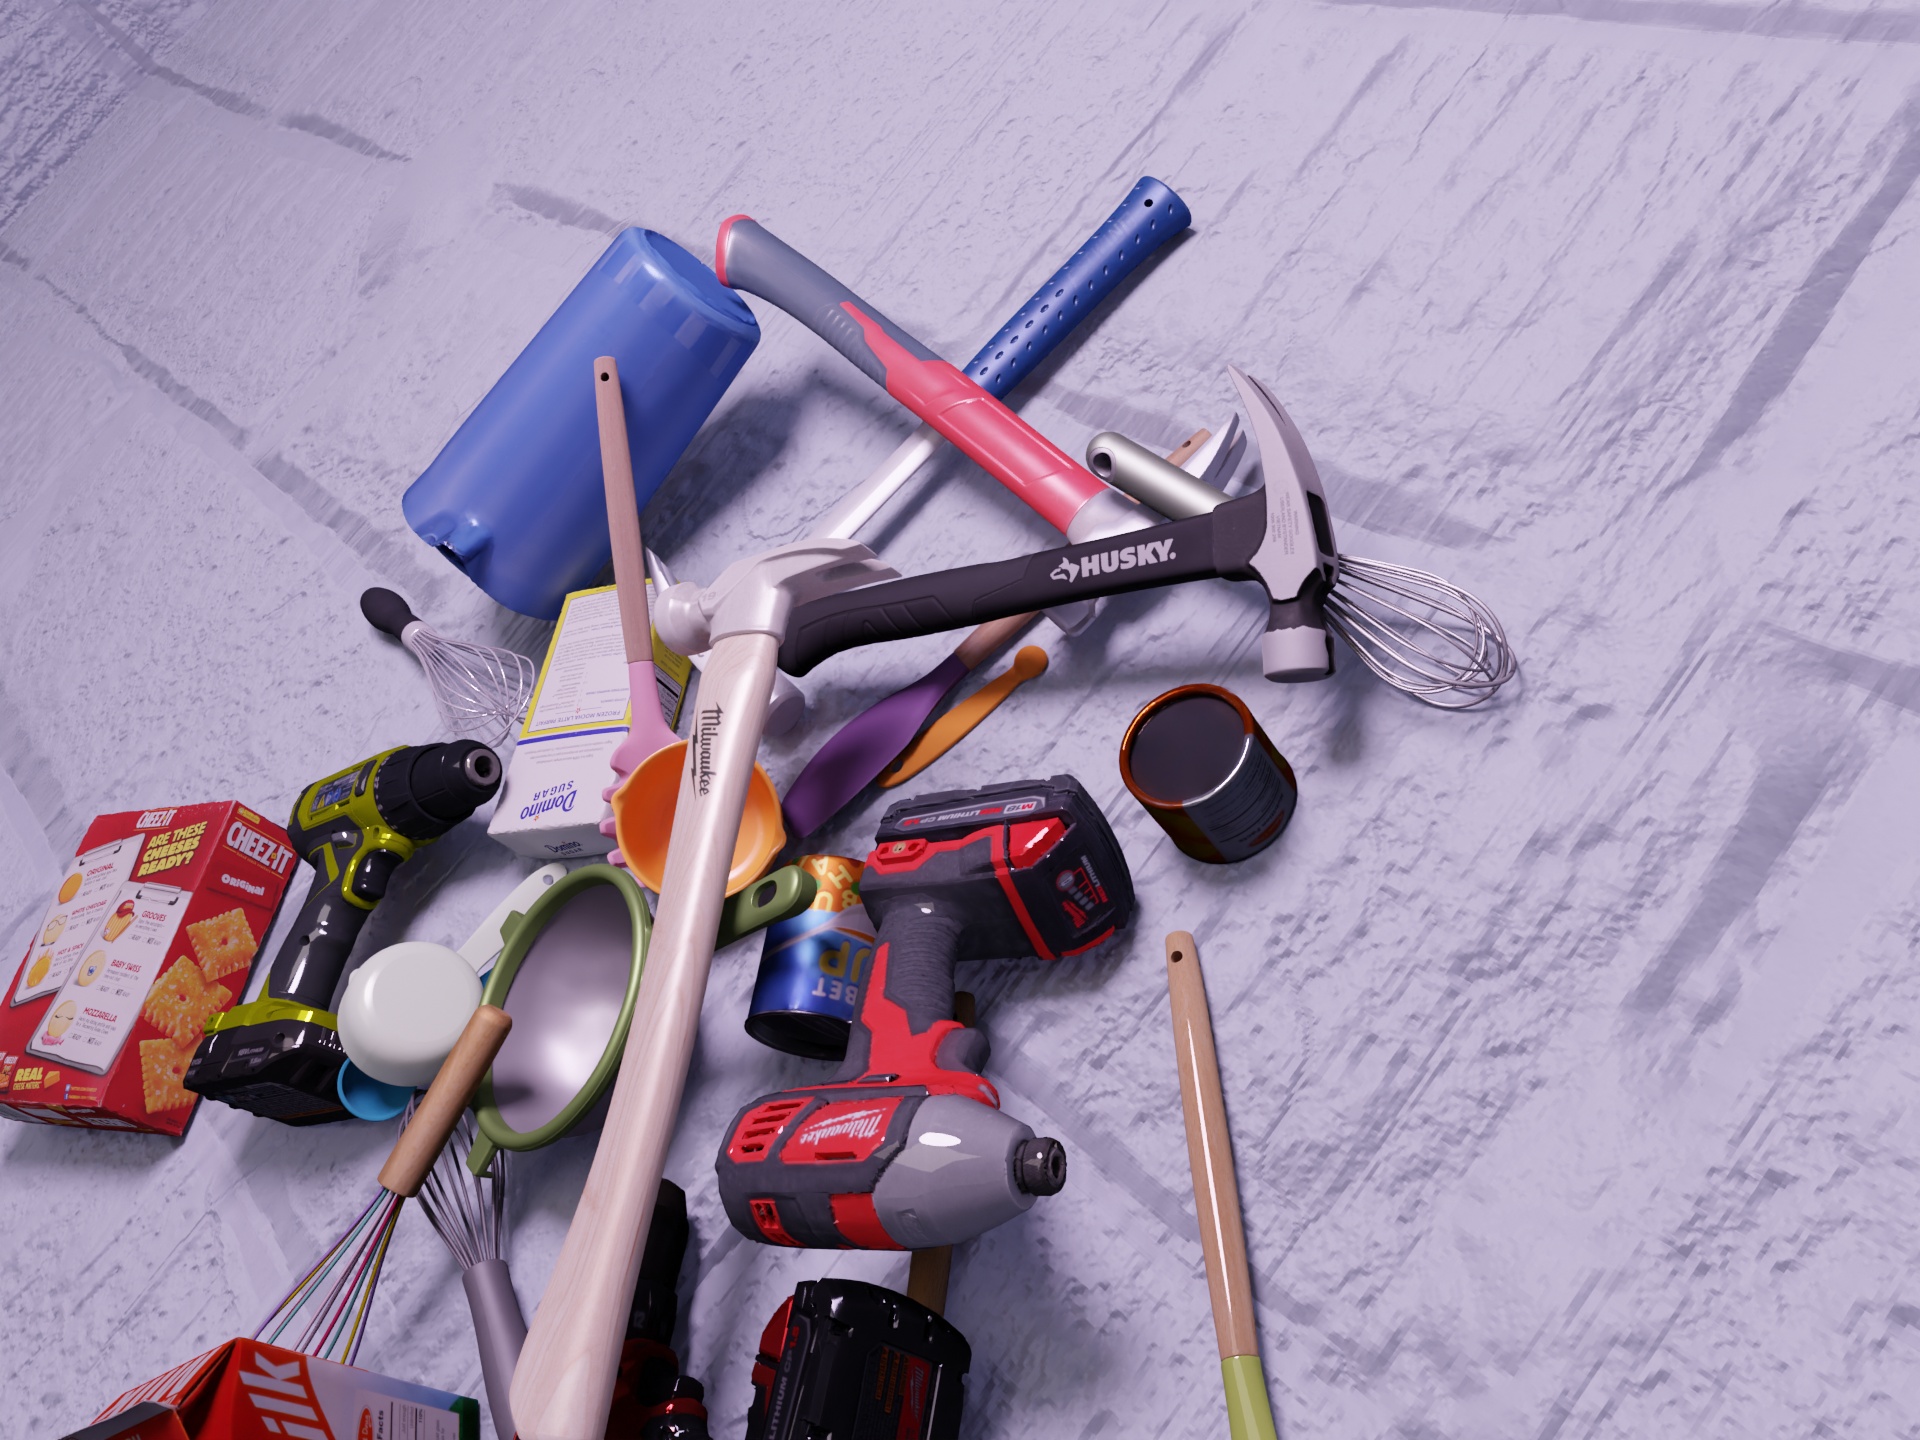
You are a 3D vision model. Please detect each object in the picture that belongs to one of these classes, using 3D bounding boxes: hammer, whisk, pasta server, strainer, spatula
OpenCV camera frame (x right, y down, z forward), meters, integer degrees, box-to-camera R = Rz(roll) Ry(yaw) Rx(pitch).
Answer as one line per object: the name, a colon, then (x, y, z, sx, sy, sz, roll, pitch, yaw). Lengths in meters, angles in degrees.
hammer: (-0.013, -0.209, 0.922, 0.143, 0.038, 0.387, -45, 59, -2)
whisk: (0.154, -0.079, 0.759, 0.059, 0.057, 0.247, -27, 50, -37)
hammer: (0.027, -0.073, 0.803, 0.335, 0.035, 0.146, -8, 80, 36)
whisk: (-0.241, 0.283, 0.808, 0.055, 0.055, 0.239, -38, 51, 6)
whisk: (-0.365, -0.049, 1.111, 0.070, 0.070, 0.285, -53, 42, -8)
whisk: (-0.300, 0.254, 0.802, 0.047, 0.051, 0.245, 21, 79, 41)
pasta server: (-0.190, -0.061, 0.925, 0.060, 0.040, 0.316, -8, 83, -4)
strainer: (-0.149, 0.135, 0.806, 0.256, 0.069, 0.152, -28, 48, 32)
hammer: (-0.121, 0.105, 0.715, 0.146, 0.038, 0.411, -12, 58, 38)
spatula: (0.019, -0.051, 0.876, 0.316, 0.018, 0.060, -42, 34, 3)
hammer: (-0.019, -0.178, 0.959, 0.405, 0.035, 0.144, -46, 65, -5)

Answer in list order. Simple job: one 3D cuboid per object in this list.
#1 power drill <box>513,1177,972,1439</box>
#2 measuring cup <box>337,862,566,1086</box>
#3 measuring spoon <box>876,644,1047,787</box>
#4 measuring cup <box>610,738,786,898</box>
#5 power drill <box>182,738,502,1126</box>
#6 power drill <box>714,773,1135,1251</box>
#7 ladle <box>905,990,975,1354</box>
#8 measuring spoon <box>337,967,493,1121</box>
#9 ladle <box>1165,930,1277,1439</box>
power drill: (-0.106, 0.283, 0.677, 0.227, 0.080, 0.188, -19, 46, 39)
measuring cup: (-0.276, 0.131, 0.899, 0.168, 0.083, 0.038, -50, 1, -39)
measuring spoon: (-0.001, -0.003, 0.861, 0.117, 0.011, 0.021, -39, 46, 6)
measuring cup: (-0.130, 0.017, 0.874, 0.095, 0.052, 0.174, 14, 78, 0)
power drill: (-0.365, 0.118, 0.962, 0.190, 0.080, 0.229, -17, 50, 39)
power drill: (-0.002, 0.125, 0.679, 0.143, 0.078, 0.220, -10, 34, 29)
ladle: (-0.019, 0.264, 0.681, 0.069, 0.031, 0.316, -14, 52, 31)
measuring spoon: (-0.297, 0.178, 0.905, 0.128, 0.042, 0.021, -41, 5, -36)
ladle: (0.100, 0.217, 0.615, 0.078, 0.062, 0.320, -21, 48, 21)
